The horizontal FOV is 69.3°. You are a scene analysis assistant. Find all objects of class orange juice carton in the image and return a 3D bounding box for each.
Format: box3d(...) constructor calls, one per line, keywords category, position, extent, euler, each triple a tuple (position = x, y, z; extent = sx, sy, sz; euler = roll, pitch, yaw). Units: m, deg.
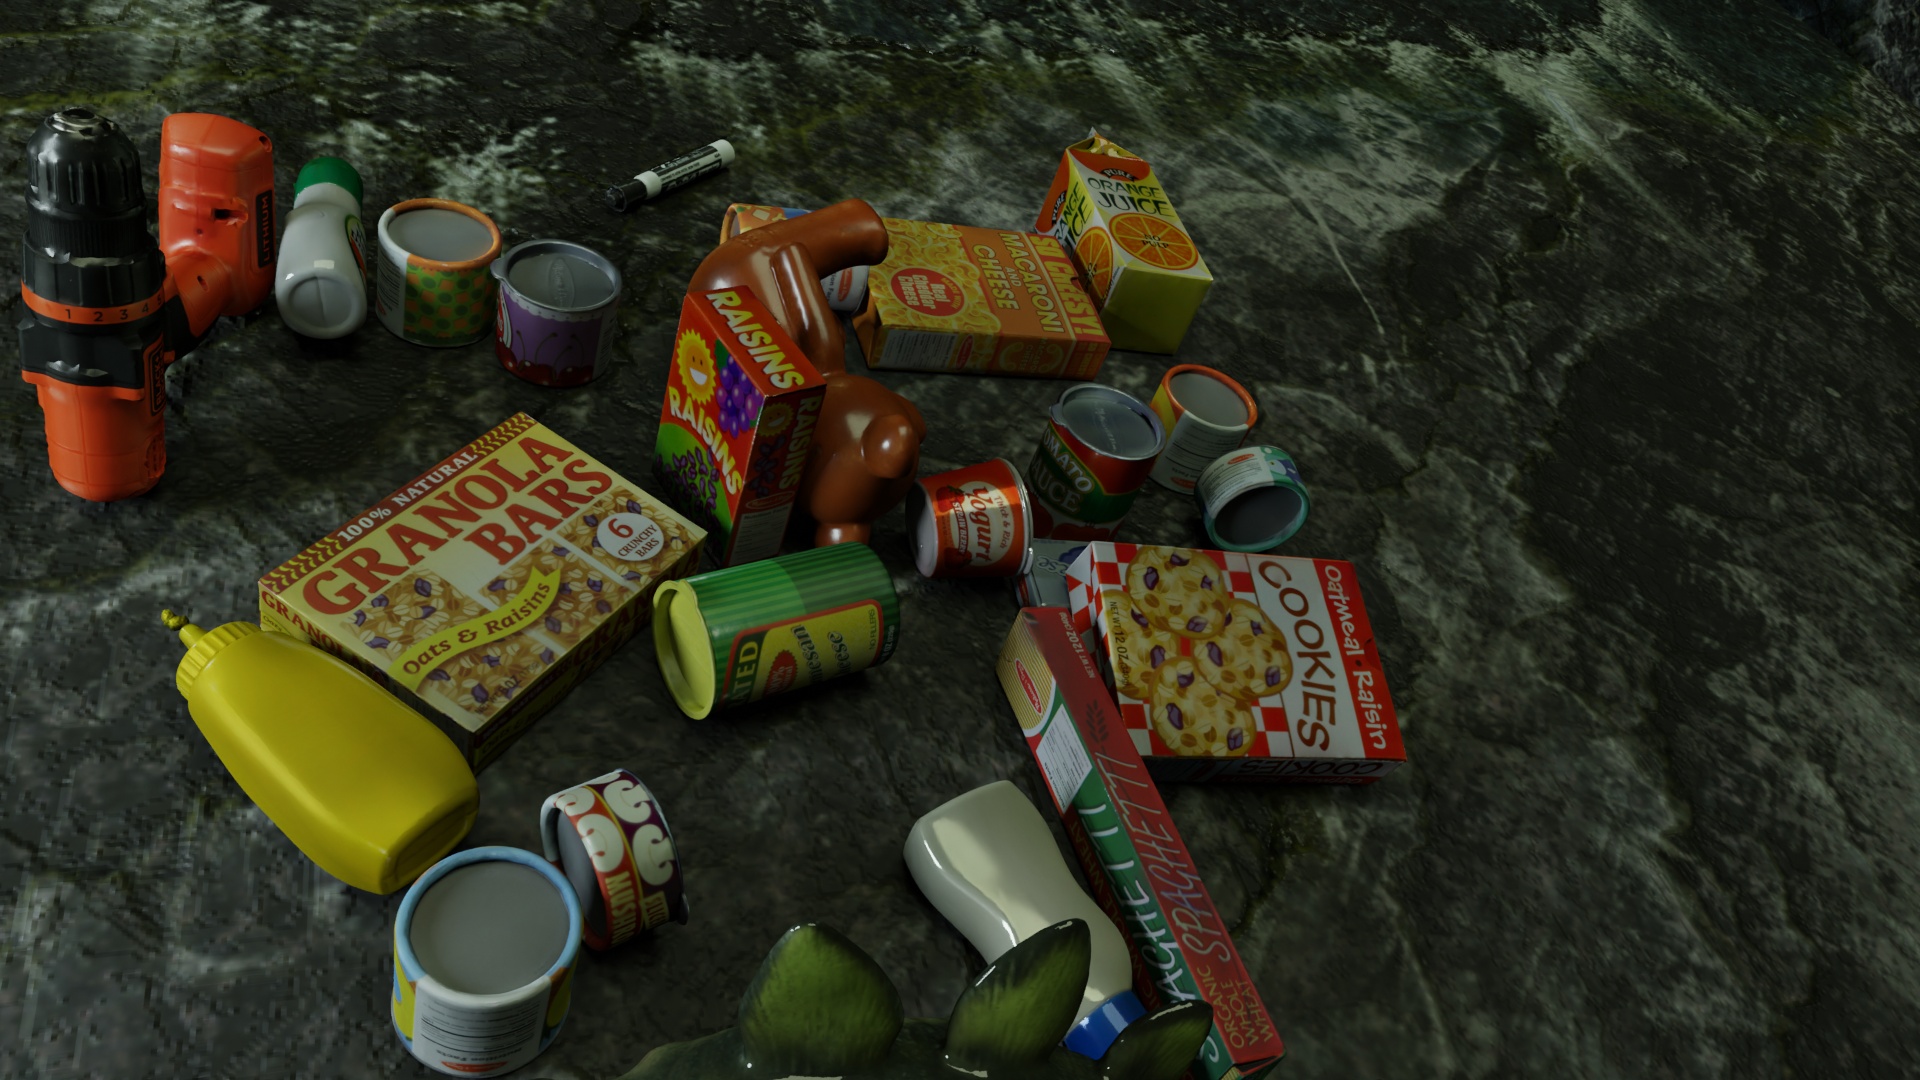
box3d(category="orange juice carton", position=(0.113, -0.230, 1.043), extent=(0.073, 0.071, 0.193), euler=(3, 45, -22))

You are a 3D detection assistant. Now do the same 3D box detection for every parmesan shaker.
box3d(category="parmesan shaker", position=(-0.088, 0.039, 0.673), extent=(0.103, 0.071, 0.071), euler=(-13, 53, -34))

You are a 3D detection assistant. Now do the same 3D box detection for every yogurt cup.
box3d(category="yogurt cup", position=(0.003, -0.010, 0.772), extent=(0.054, 0.072, 0.073), euler=(-8, 49, -19))

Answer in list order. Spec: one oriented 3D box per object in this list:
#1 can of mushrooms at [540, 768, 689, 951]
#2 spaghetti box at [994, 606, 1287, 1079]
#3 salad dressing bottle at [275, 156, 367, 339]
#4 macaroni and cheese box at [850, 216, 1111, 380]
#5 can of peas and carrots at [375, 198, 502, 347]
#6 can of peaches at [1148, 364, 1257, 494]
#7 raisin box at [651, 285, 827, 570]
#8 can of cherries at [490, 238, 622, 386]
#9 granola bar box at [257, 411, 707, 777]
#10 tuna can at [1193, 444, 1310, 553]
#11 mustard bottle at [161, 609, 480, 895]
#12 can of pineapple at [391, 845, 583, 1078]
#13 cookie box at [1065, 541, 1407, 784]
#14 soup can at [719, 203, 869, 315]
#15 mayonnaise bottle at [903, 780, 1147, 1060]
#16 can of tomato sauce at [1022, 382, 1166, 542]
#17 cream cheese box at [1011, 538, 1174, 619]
box3d(category="can of mushrooms", position=(-0.140, 0.130, 0.559), extent=(0.033, 0.070, 0.071), euler=(-17, 55, -36))
box3d(category="spaghetti box", position=(0.077, 0.140, 0.655), extent=(0.029, 0.049, 0.251), euler=(-4, 48, -25))
box3d(category="salad dressing bottle", position=(-0.359, -0.170, 0.786), extent=(0.044, 0.064, 0.148), euler=(-7, 41, -17))
box3d(category="macaroni and cheese box", position=(0.006, -0.167, 0.954), extent=(0.167, 0.040, 0.124), euler=(0, 47, -23))
box3d(category="can of peas and carrots", position=(-0.296, -0.154, 0.794), extent=(0.071, 0.058, 0.071), euler=(12, 43, -12))
box3d(category="can of peaches", position=(0.152, -0.075, 0.907), extent=(0.071, 0.057, 0.071), euler=(12, 43, -12))
box3d(category="raisin box", position=(-0.117, -0.058, 0.723), extent=(0.040, 0.122, 0.086), euler=(-16, 54, -35))
box3d(category="can of cherries", position=(-0.234, -0.131, 0.798), extent=(0.071, 0.058, 0.072), euler=(12, 43, -12))
box3d(category="granola bar box", position=(-0.221, 0.019, 0.661), extent=(0.124, 0.038, 0.166), euler=(32, 42, 10))
box3d(category="tuna can", position=(0.182, -0.023, 0.864), extent=(0.071, 0.070, 0.033), euler=(6, 45, -18))
box3d(category="mustard bottle", position=(-0.272, 0.076, 0.571), extent=(0.160, 0.048, 0.065), euler=(35, 43, 15))
box3d(category="can of pineapple", position=(-0.178, 0.156, 0.522), extent=(0.071, 0.057, 0.071), euler=(12, 42, -11))
box3d(category="cookie box", position=(0.148, 0.067, 0.750), extent=(0.168, 0.040, 0.123), euler=(5, 59, -20))
box3d(category="soup can", position=(-0.110, -0.183, 0.902), extent=(0.084, 0.071, 0.071), euler=(0, 46, -23))
box3d(category="mayonnaise bottle", position=(0.038, 0.177, 0.608), extent=(0.065, 0.041, 0.148), euler=(-17, 56, -34))
box3d(category="can of tomato sauce", position=(0.073, -0.040, 0.818), extent=(0.071, 0.082, 0.071), euler=(12, 42, -11))
box3d(category="cream cheese box", position=(0.083, 0.027, 0.796), extent=(0.104, 0.024, 0.053), euler=(4, 46, -20))
